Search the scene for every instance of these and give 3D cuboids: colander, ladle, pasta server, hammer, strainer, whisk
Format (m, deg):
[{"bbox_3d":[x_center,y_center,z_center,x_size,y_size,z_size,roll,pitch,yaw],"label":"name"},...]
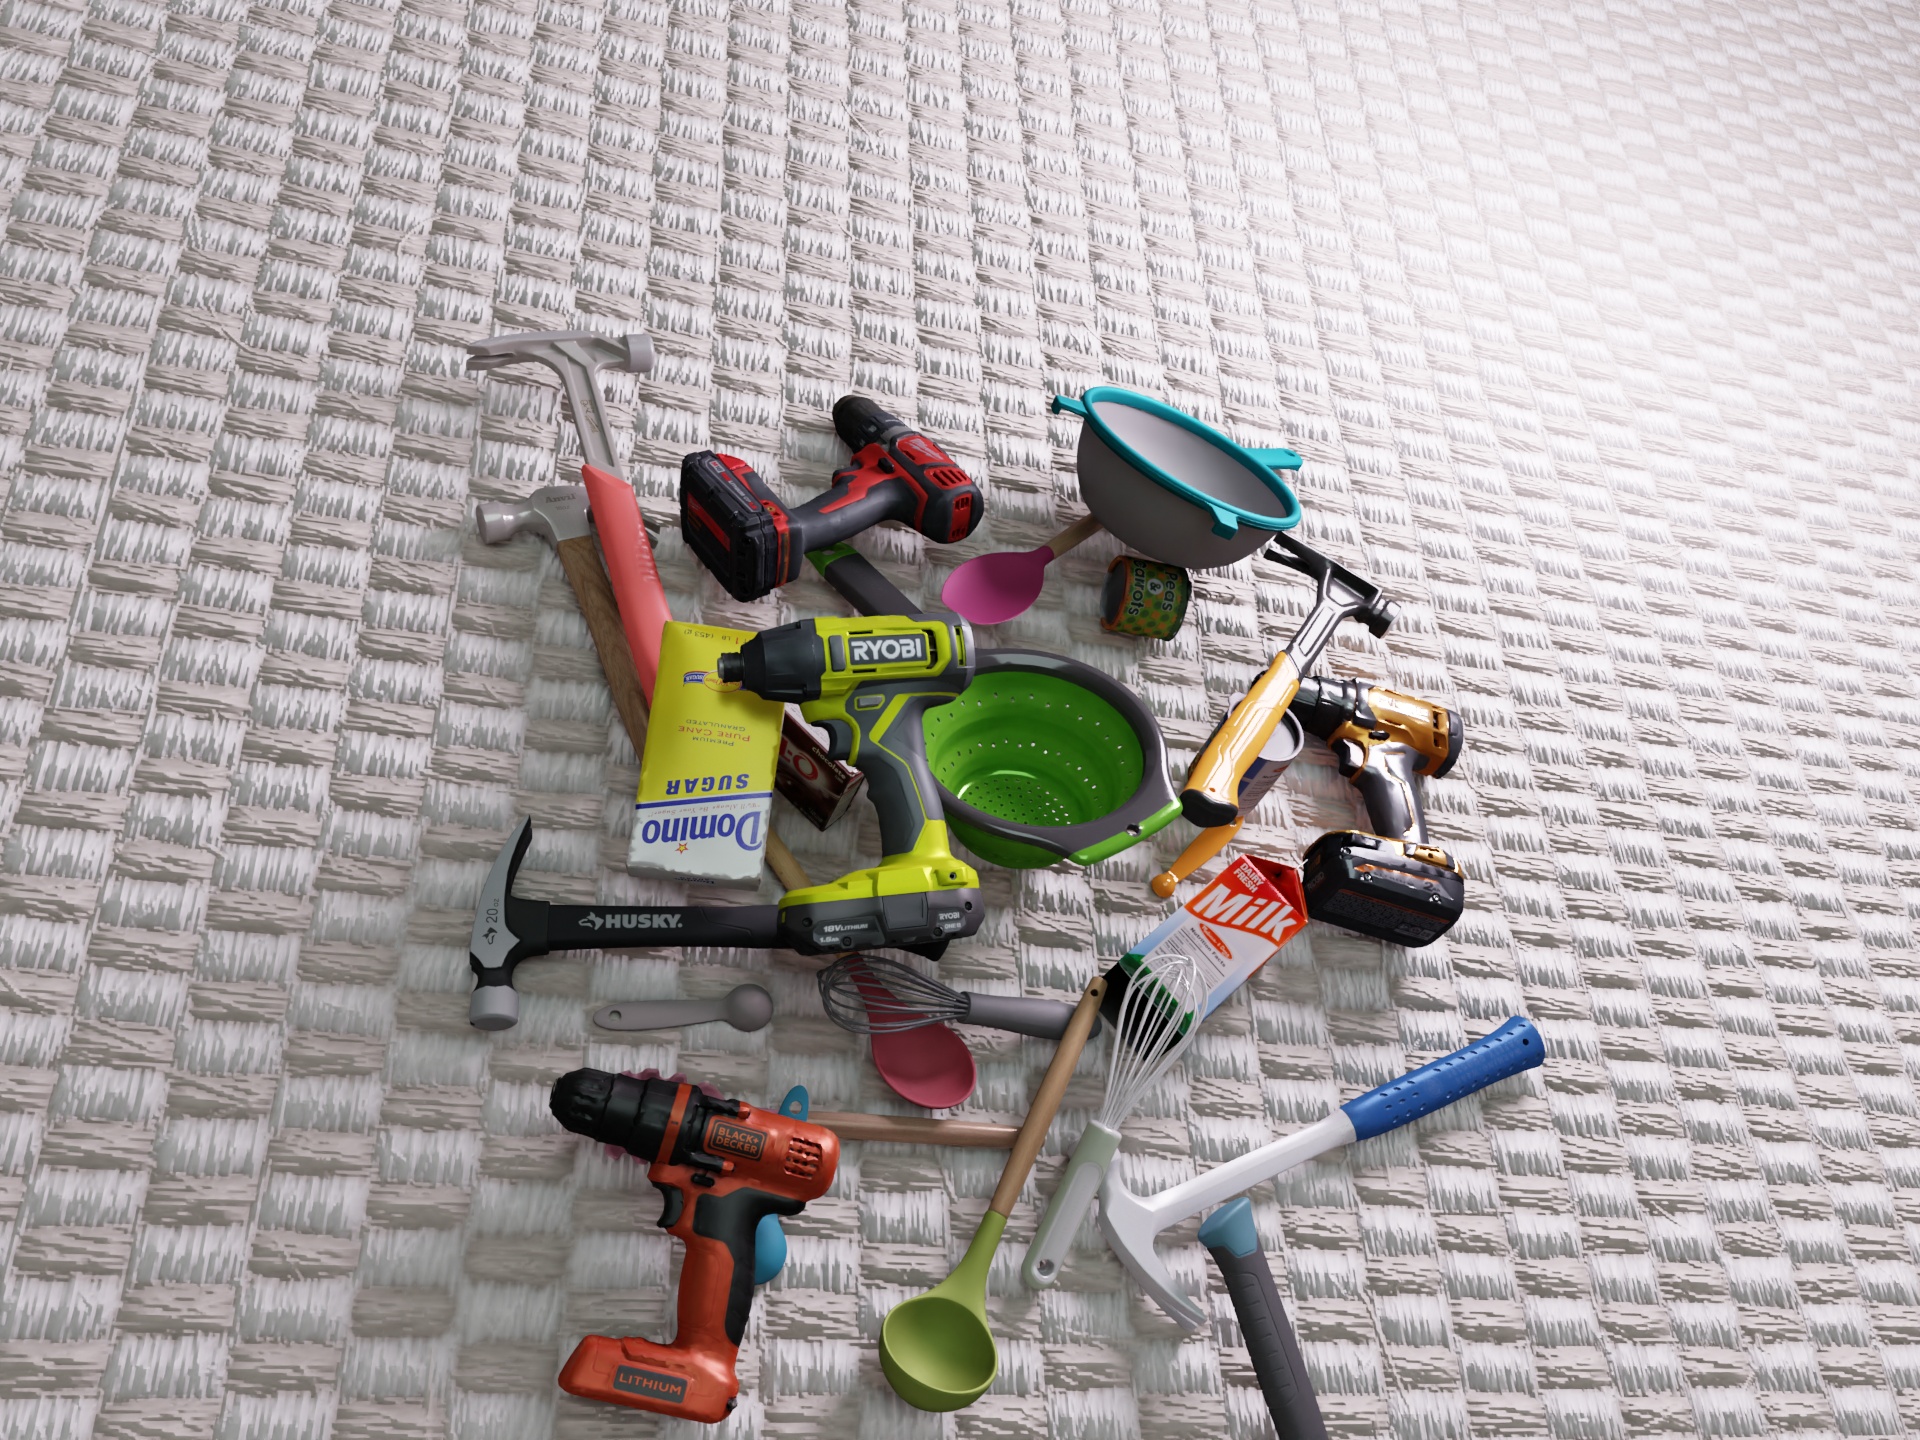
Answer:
[{"bbox_3d":[-0.002,-0.004,1.247,0.204,0.094,0.397,-24,53,-31],"label":"colander"},{"bbox_3d":[0.037,0.304,1.066,0.078,0.062,0.320,24,60,7],"label":"ladle"},{"bbox_3d":[-0.090,0.273,1.070,0.316,0.040,0.060,8,80,-16],"label":"pasta server"},{"bbox_3d":[-0.273,-0.156,1.225,0.149,0.036,0.359,-9,64,-23],"label":"hammer"},{"bbox_3d":[0.246,-0.032,1.268,0.127,0.034,0.337,34,47,7],"label":"hammer"},{"bbox_3d":[0.279,0.309,1.175,0.405,0.035,0.144,-15,66,-26],"label":"hammer"},{"bbox_3d":[-0.165,0.138,1.106,0.334,0.035,0.146,1,60,-11],"label":"hammer"},{"bbox_3d":[-0.095,0.150,1.148,0.069,0.031,0.316,-24,68,-38],"label":"ladle"},{"bbox_3d":[0.211,-0.200,1.407,0.211,0.095,0.340,41,28,21],"label":"strainer"},{"bbox_3d":[-0.253,-0.043,1.207,0.130,0.031,0.331,-16,67,-26],"label":"hammer"},{"bbox_3d":[0.005,0.201,1.113,0.238,0.055,0.055,14,55,-31],"label":"whisk"},{"bbox_3d":[0.227,0.479,1.031,0.128,0.033,0.331,-11,73,-26],"label":"hammer"},{"bbox_3d":[0.103,0.271,1.082,0.057,0.059,0.246,28,82,-10],"label":"whisk"}]

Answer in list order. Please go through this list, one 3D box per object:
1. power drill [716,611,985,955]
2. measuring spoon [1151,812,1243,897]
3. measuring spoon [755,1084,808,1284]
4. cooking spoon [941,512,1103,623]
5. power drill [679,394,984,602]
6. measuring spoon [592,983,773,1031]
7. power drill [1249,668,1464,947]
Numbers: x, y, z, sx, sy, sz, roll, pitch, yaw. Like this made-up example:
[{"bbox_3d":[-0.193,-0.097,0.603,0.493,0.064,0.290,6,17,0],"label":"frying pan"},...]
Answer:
[{"bbox_3d":[-0.070,0.041,1.066,0.171,0.080,0.223,-4,80,-15],"label":"power drill"},{"bbox_3d":[0.194,0.104,1.283,0.021,0.011,0.117,46,56,11],"label":"measuring spoon"},{"bbox_3d":[-0.119,0.300,1.029,0.042,0.021,0.129,18,75,-13],"label":"measuring spoon"},{"bbox_3d":[0.088,-0.151,1.359,0.069,0.017,0.319,34,43,18],"label":"cooking spoon"},{"bbox_3d":[-0.116,-0.195,1.308,0.226,0.080,0.188,-20,49,-28],"label":"power drill"},{"bbox_3d":[-0.189,0.198,1.091,0.124,0.018,0.034,-1,61,-19],"label":"measuring spoon"},{"bbox_3d":[0.326,0.058,1.318,0.185,0.084,0.226,17,52,-8],"label":"power drill"}]
